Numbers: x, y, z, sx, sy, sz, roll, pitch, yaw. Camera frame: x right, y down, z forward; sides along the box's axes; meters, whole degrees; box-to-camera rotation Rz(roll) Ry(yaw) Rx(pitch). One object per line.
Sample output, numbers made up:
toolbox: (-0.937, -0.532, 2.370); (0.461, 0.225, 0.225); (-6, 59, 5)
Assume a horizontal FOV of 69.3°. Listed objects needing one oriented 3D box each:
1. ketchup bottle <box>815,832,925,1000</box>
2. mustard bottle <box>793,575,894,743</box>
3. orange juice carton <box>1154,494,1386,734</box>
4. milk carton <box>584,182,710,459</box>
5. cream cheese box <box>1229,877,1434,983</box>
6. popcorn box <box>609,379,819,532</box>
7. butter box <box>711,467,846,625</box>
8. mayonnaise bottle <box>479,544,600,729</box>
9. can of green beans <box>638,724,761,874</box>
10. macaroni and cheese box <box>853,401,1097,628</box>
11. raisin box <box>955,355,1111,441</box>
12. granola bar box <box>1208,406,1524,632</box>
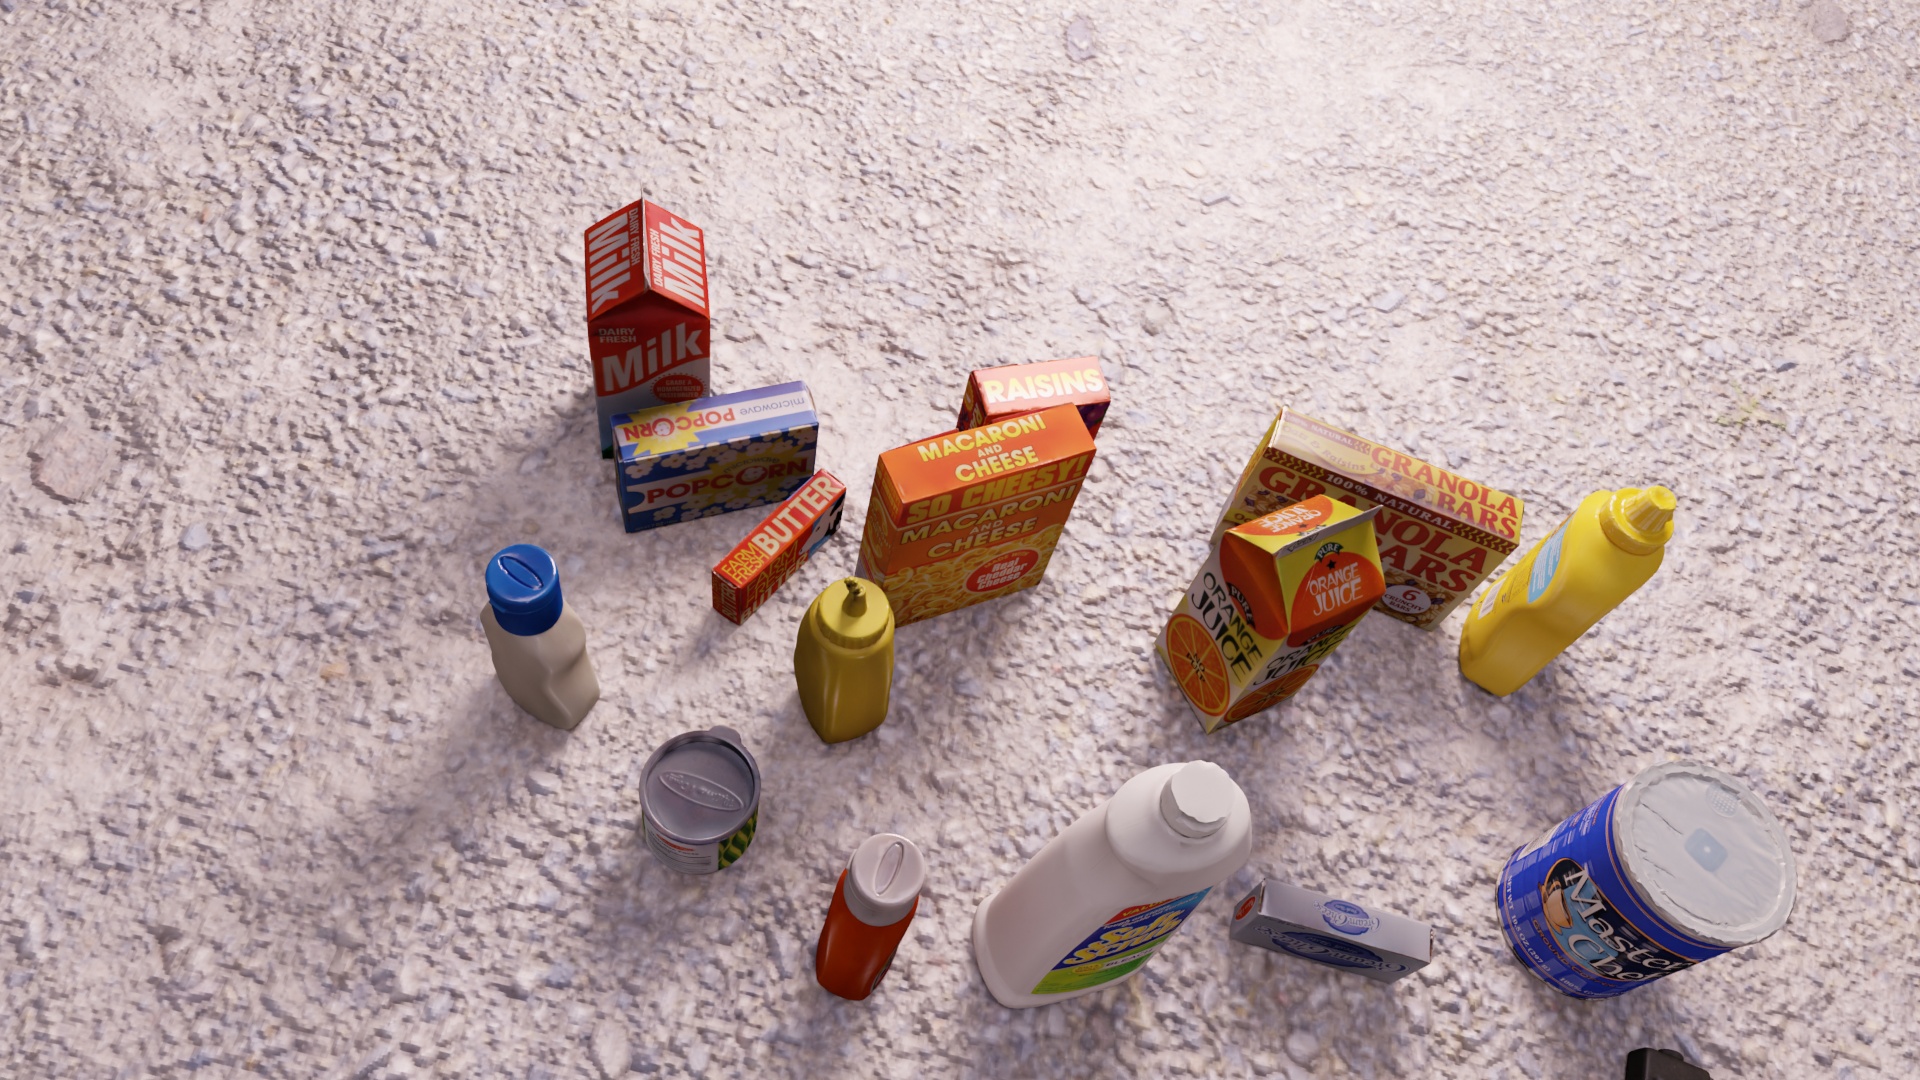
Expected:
ketchup bottle: (-0.047, 0.193, 0.724); (0.043, 0.148, 0.065); (22, 58, 2)
mustard bottle: (-0.064, 0.062, 0.792); (0.049, 0.159, 0.065); (-17, 65, -19)
orange juice carton: (0.188, 0.039, 0.834); (0.072, 0.191, 0.073); (-19, 65, -20)
milk carton: (-0.194, -0.131, 0.865); (0.073, 0.189, 0.072); (-3, 61, -12)
cream cheese box: (0.215, 0.228, 0.808); (0.104, 0.053, 0.024); (16, 58, -1)
popcorn box: (-0.156, -0.053, 0.888); (0.127, 0.084, 0.038); (-13, 63, -17)
butter box: (-0.115, 0.004, 0.880); (0.024, 0.053, 0.104); (37, 60, 12)
mayonnaise bottle: (-0.236, 0.053, 0.773); (0.065, 0.147, 0.041); (34, 60, 10)
can of green beans: (-0.147, 0.149, 0.785); (0.071, 0.057, 0.071); (5, 59, -8)
macaroni and cheese box: (0.003, -0.011, 0.844); (0.124, 0.165, 0.040); (-16, 64, -19)
raisin box: (0.041, -0.066, 0.910); (0.086, 0.122, 0.040); (-8, 62, -15)
granola bar box: (0.264, -0.012, 0.919); (0.166, 0.123, 0.039); (22, 59, 3)
